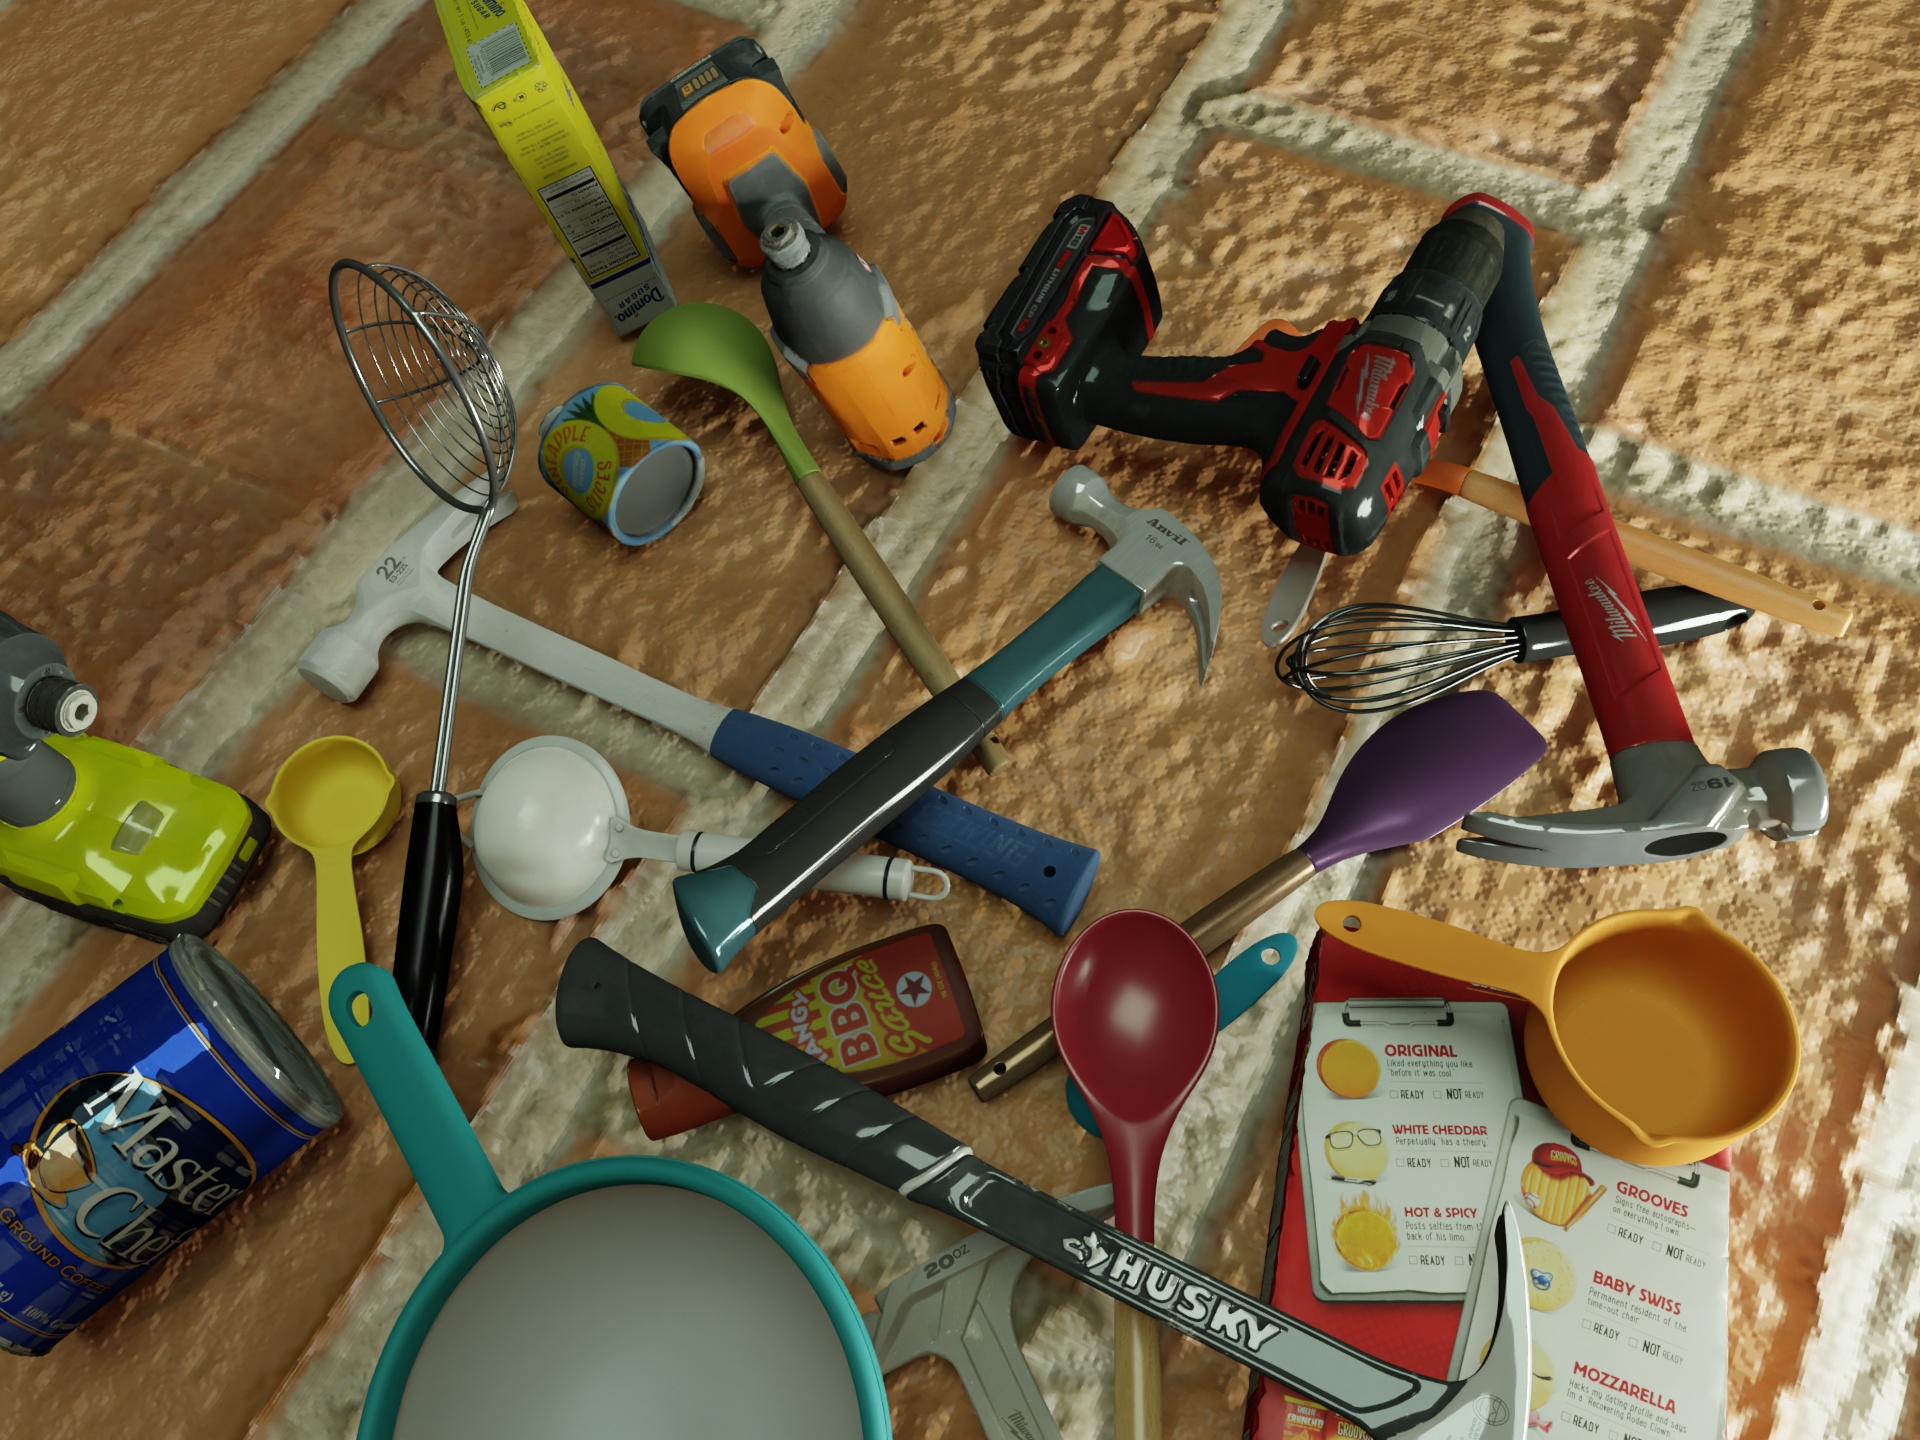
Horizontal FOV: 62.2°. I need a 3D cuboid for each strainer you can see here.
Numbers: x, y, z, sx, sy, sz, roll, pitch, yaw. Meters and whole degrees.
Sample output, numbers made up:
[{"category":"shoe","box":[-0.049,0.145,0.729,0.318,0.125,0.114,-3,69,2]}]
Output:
[{"category":"strainer","box":[-0.144,0.229,0.611,0.211,0.095,0.341,-43,61,2]},{"category":"strainer","box":[-0.131,0.057,0.724,0.258,0.050,0.087,7,87,11]}]

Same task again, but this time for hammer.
[{"category":"hammer","box":[0.079,0.353,0.564,0.149,0.036,0.359,-25,62,-9]},{"category":"hammer","box":[0.267,-0.109,0.749,0.143,0.038,0.387,-6,56,4]},{"category":"hammer","box":[-0.001,-0.002,0.729,0.128,0.033,0.331,37,58,23]},{"category":"hammer","box":[-0.121,-0.004,0.773,0.405,0.035,0.144,23,66,16]},{"category":"hammer","box":[0.011,0.174,0.600,0.409,0.036,0.149,22,65,22]}]

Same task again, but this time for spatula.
[{"category":"spatula","box":[0.135,0.076,0.720,0.316,0.018,0.060,-33,61,-14]},{"category":"spatula","box":[0.274,-0.115,0.788,0.323,0.041,0.081,28,66,27]}]

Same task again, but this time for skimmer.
[{"category":"skimmer","box":[-0.262,-0.027,0.724,0.090,0.127,0.363,9,78,-28]}]

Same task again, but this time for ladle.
[{"category":"ladle","box":[0.068,0.225,0.601,0.069,0.031,0.316,-1,62,7]},{"category":"ladle","box":[-0.071,-0.096,0.817,0.078,0.062,0.320,-7,58,-52]}]

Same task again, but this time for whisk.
[{"category":"whisk","box":[0.267,-0.041,0.758,0.239,0.055,0.055,-9,61,-6]}]

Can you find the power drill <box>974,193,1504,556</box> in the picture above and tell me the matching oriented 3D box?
[{"category":"power drill","box":[0.143,-0.194,0.796,0.227,0.080,0.188,23,74,27]}]

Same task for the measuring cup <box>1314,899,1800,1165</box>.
[{"category":"measuring cup","box":[0.216,0.108,0.600,0.174,0.052,0.095,17,62,14]}]

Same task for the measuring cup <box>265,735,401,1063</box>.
[{"category":"measuring cup","box":[-0.289,0.084,0.749,0.062,0.029,0.157,-11,73,-2]}]

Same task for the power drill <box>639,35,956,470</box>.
[{"category":"power drill","box":[-0.089,-0.254,0.835,0.084,0.164,0.227,-31,60,6]}]

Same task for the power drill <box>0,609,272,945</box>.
[{"category":"power drill","box":[-0.398,0.015,0.676,0.171,0.223,0.080,15,64,12]}]

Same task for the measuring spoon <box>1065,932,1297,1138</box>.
[{"category":"measuring spoon","box":[0.099,0.131,0.690,0.128,0.021,0.042,-37,65,-14]}]

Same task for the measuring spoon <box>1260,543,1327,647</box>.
[{"category":"measuring spoon","box":[0.173,-0.073,0.784,0.034,0.018,0.124,-3,41,37]}]
